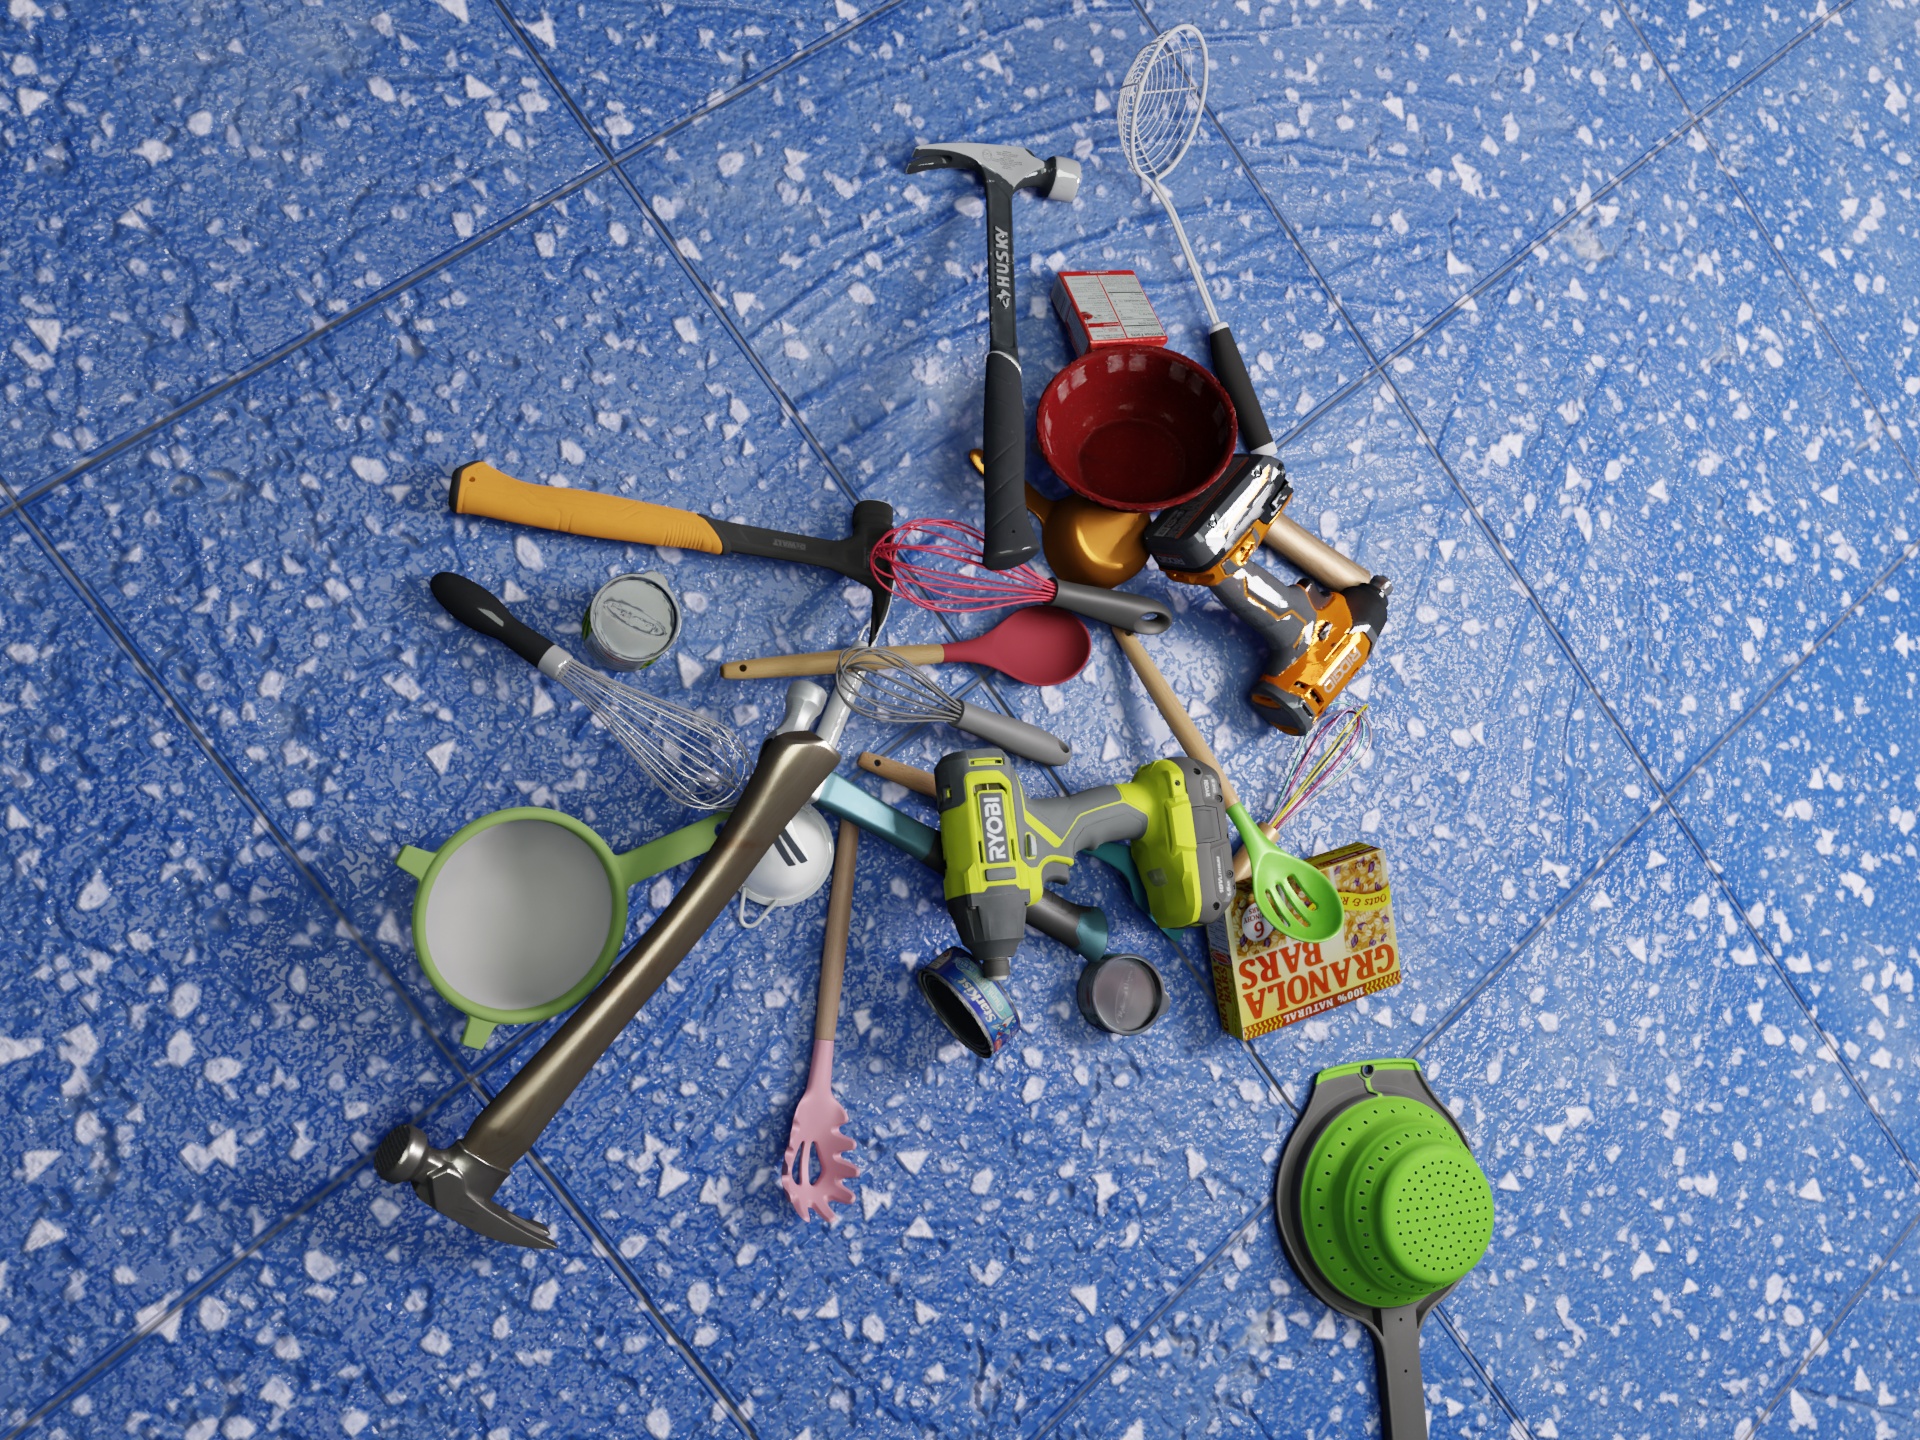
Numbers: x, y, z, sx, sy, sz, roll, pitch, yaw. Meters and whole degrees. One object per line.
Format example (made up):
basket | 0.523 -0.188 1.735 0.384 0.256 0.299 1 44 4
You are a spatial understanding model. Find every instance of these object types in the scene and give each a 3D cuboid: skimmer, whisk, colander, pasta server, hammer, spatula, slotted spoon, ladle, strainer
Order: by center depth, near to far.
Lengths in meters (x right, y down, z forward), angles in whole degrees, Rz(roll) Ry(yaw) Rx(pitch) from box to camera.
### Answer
hammer | -0.217 0.181 1.115 0.410 0.038 0.146 -51 124 -7
strainer | -0.275 0.116 1.150 0.256 0.069 0.151 -24 104 -31
whisk | -0.268 -0.023 1.155 0.284 0.070 0.070 34 73 3
hammer | -0.213 -0.138 1.203 0.336 0.034 0.127 9 57 -16
pasta server | -0.097 0.217 1.215 0.060 0.040 0.316 12 78 -30
strainer | -0.115 0.038 1.230 0.087 0.050 0.258 23 73 -8
hammer | -0.015 0.101 1.235 0.330 0.033 0.128 31 64 -23
whisk | -0.001 -0.004 1.246 0.238 0.055 0.055 21 76 -35
ladle | -0.038 -0.050 1.255 0.315 0.031 0.069 -6 78 -27
whisk | 0.055 -0.106 1.264 0.295 0.073 0.073 11 80 -34
hammer | 0.030 -0.301 1.266 0.149 0.036 0.409 7 64 -15
spatula | 0.061 0.090 1.296 0.317 0.044 0.082 22 76 -11
slotted spoon | 0.212 0.048 1.310 0.070 0.031 0.314 -25 75 -25
colander | 0.381 0.487 1.323 0.204 0.094 0.397 -2 84 -20
whisk | 0.278 0.075 1.364 0.051 0.047 0.245 44 75 -11
skimmer | 0.225 -0.408 1.377 0.127 0.090 0.363 -26 96 -52
hammer | 0.224 -0.204 1.384 0.331 0.031 0.130 31 75 -14

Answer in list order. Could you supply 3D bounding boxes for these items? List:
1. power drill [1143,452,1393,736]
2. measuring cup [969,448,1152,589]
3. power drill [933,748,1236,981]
power drill | 0.272 -0.118 1.340 0.164 0.084 0.226 -48 117 -13
measuring cup | 0.085 -0.177 1.318 0.173 0.052 0.095 35 74 -15
power drill | 0.094 0.107 1.229 0.223 0.080 0.171 -2 78 -23
